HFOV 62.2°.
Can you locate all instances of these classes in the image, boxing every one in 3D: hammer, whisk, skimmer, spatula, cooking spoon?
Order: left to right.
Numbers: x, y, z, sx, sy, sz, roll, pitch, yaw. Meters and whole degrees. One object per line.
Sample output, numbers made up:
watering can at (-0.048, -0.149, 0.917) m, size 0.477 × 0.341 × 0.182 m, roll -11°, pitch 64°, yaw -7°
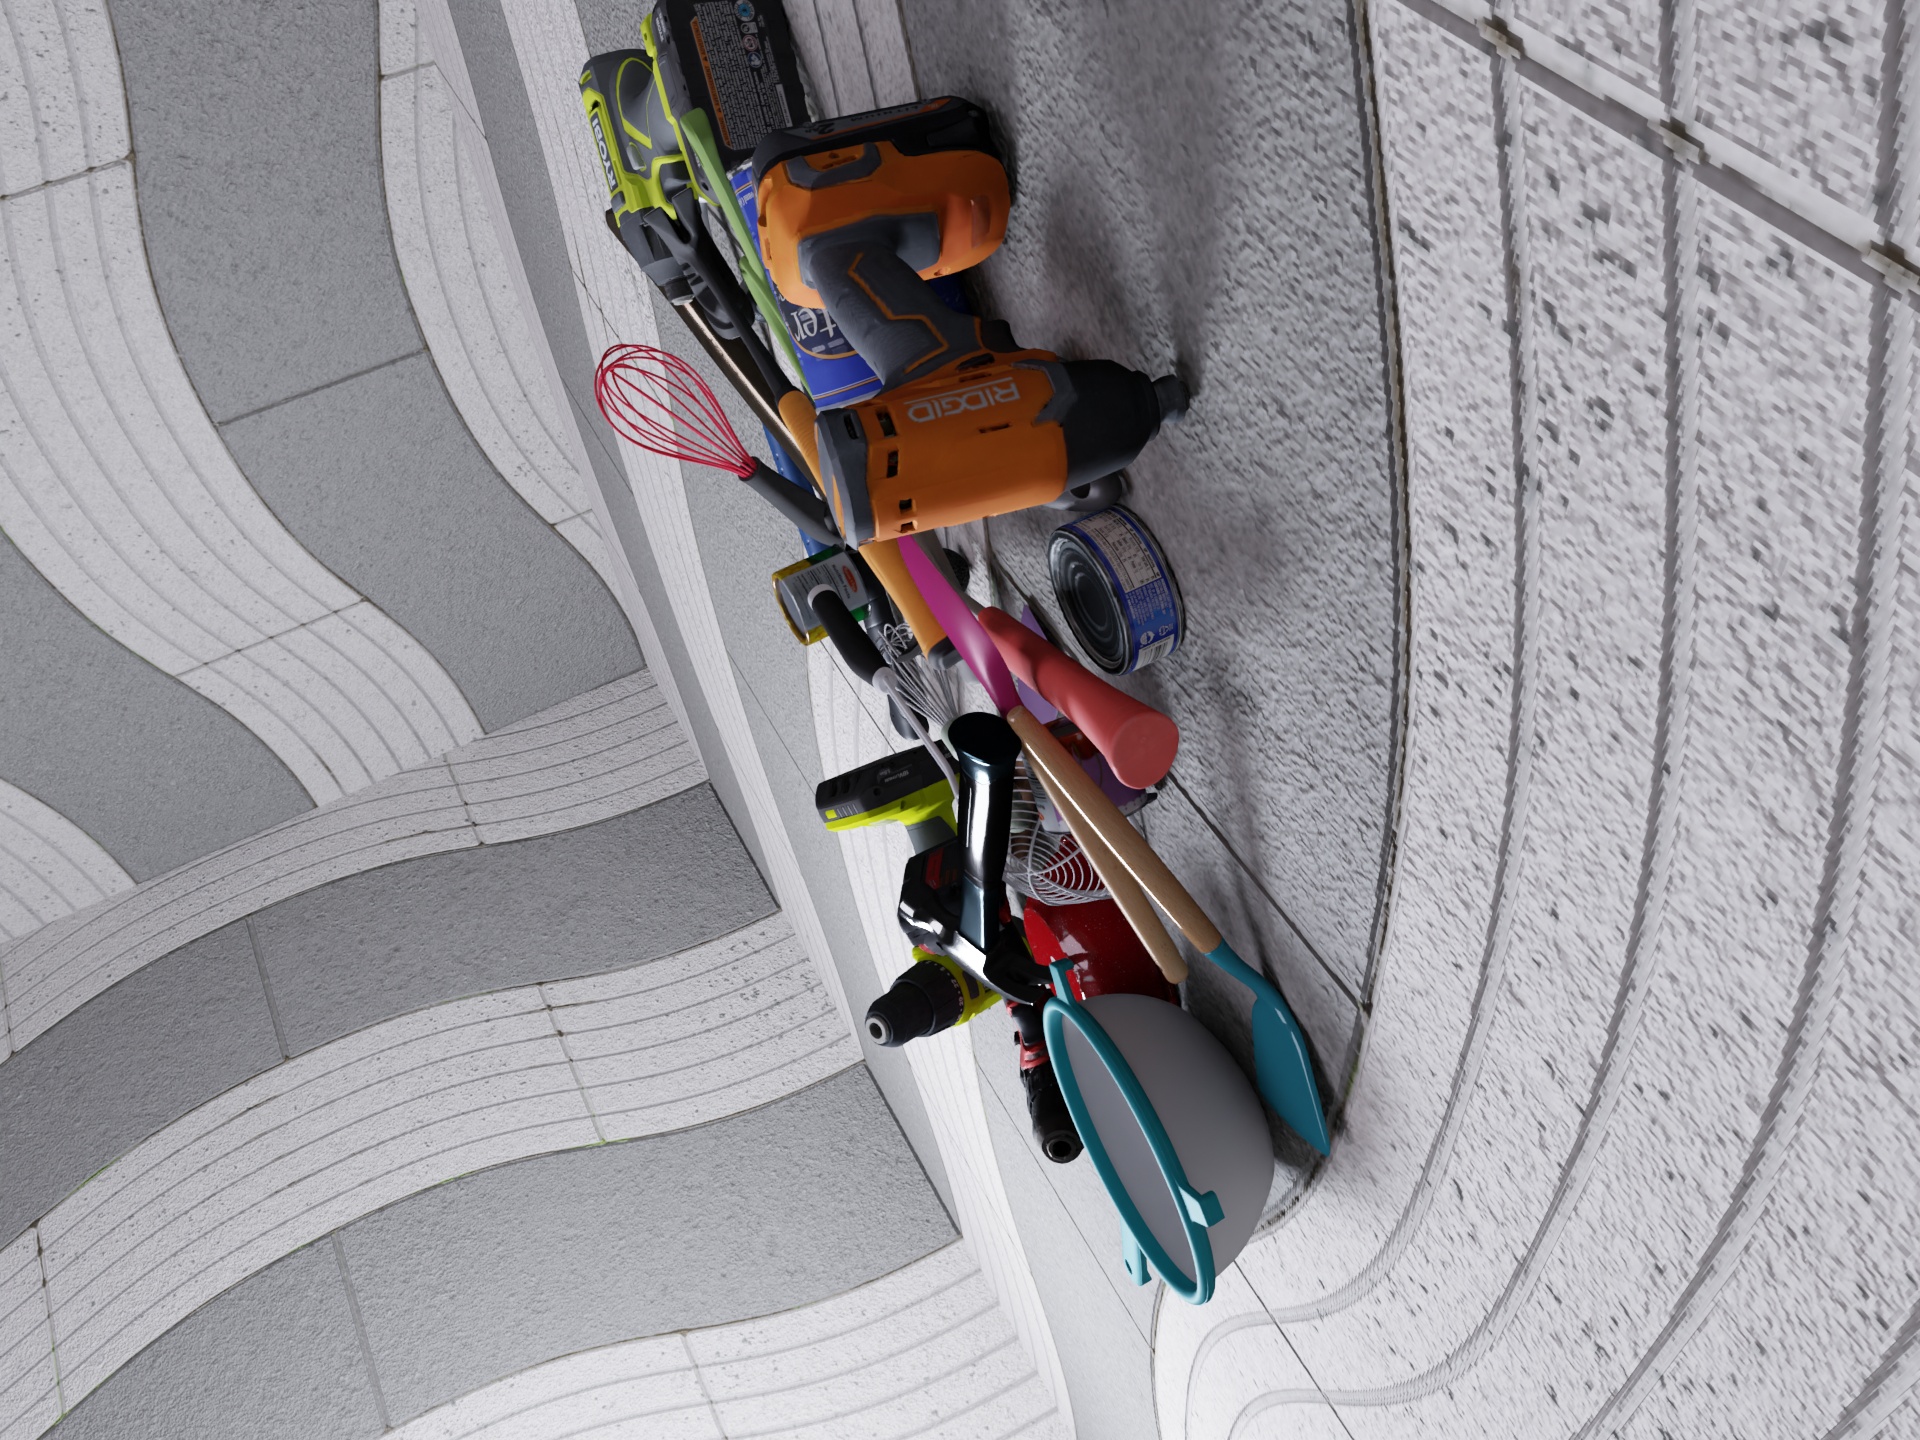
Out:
whisk at (-0.181, -0.211, 1.270) m, size 0.295 × 0.073 × 0.073 m, roll 33°, pitch -164°, yaw -50°
hammer at (-0.169, -0.278, 1.377) m, size 0.144 × 0.035 × 0.405 m, roll 34°, pitch 146°, yaw 64°
hammer at (-0.137, -0.224, 1.188) m, size 0.411 × 0.038 × 0.146 m, roll 52°, pitch 159°, yaw 9°
hammer at (-0.087, -0.170, 0.956) m, size 0.337 × 0.034 × 0.127 m, roll 57°, pitch 179°, yaw 21°
hammer at (-0.085, -0.153, 1.289) m, size 0.149 × 0.036 × 0.408 m, roll 44°, pitch 156°, yaw 52°
whisk at (-0.008, 0.002, 1.203) m, size 0.247 × 0.059 × 0.057 m, roll 54°, pitch 174°, yaw 44°
skimmer at (-0.002, -0.004, 1.122) m, size 0.364 × 0.090 × 0.127 m, roll 52°, pitch 159°, yaw 43°
hammer at (0.012, 0.088, 0.985) m, size 0.128 × 0.033 × 0.330 m, roll 38°, pitch 157°, yaw 19°
whisk at (0.025, -0.141, 0.896) m, size 0.239 × 0.055 × 0.055 m, roll 26°, pitch 139°, yaw 61°
hammer at (0.032, -0.047, 0.911) m, size 0.149 × 0.036 × 0.359 m, roll 63°, pitch 173°, yaw -22°
spatula at (0.049, 0.026, 1.133) m, size 0.315 × 0.018 × 0.060 m, roll 92°, pitch 155°, yaw -59°
cooking spoon at (0.048, 0.026, 0.879) m, size 0.318 × 0.017 × 0.069 m, roll 57°, pitch 174°, yaw -20°
spatula at (0.117, 0.114, 0.880) m, size 0.317 × 0.044 × 0.082 m, roll 49°, pitch 175°, yaw -20°

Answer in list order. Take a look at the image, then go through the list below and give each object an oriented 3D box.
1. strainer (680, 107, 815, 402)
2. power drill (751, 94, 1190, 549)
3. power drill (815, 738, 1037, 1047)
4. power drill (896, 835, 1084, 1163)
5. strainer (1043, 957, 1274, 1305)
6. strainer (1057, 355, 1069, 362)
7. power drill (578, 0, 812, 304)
strainer at (-0.090, -0.272, 0.972) m, size 0.152 × 0.069 × 0.256 m, roll 57°, pitch 176°, yaw 40°
power drill at (-0.002, -0.187, 0.733) m, size 0.084 × 0.164 × 0.227 m, roll 87°, pitch 166°, yaw -56°
power drill at (-0.035, 0.144, 1.315) m, size 0.080 × 0.190 × 0.228 m, roll -18°, pitch 93°, yaw 41°
power drill at (0.040, 0.211, 1.215) m, size 0.226 × 0.080 × 0.188 m, roll 61°, pitch -168°, yaw -17°
strainer at (0.148, 0.299, 1.081) m, size 0.211 × 0.095 × 0.340 m, roll 57°, pitch 166°, yaw 37°
strainer at (0.022, -0.173, 0.855) m, size 0.086 × 0.050 × 0.259 m, roll 24°, pitch -174°, yaw -19°
power drill at (-0.181, -0.381, 1.055) m, size 0.223 × 0.080 × 0.171 m, roll 1°, pitch 108°, yaw 62°
